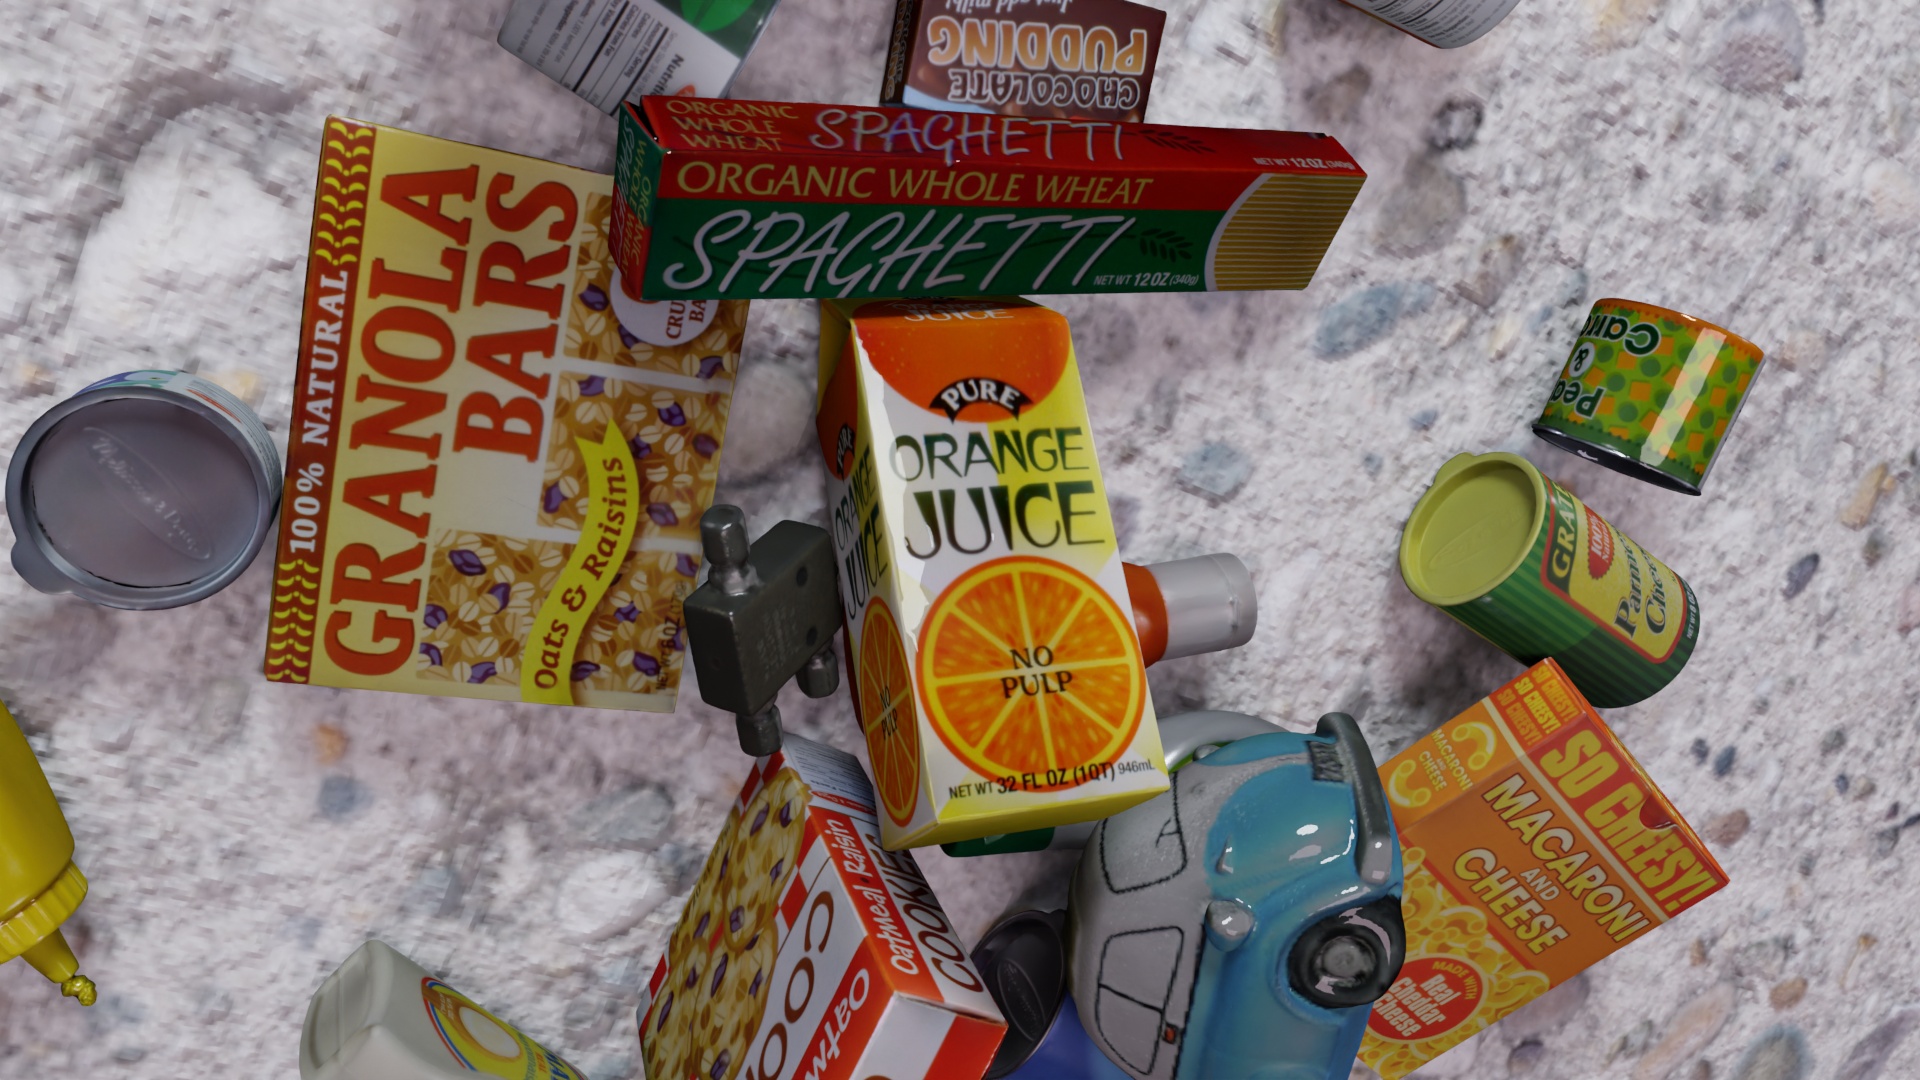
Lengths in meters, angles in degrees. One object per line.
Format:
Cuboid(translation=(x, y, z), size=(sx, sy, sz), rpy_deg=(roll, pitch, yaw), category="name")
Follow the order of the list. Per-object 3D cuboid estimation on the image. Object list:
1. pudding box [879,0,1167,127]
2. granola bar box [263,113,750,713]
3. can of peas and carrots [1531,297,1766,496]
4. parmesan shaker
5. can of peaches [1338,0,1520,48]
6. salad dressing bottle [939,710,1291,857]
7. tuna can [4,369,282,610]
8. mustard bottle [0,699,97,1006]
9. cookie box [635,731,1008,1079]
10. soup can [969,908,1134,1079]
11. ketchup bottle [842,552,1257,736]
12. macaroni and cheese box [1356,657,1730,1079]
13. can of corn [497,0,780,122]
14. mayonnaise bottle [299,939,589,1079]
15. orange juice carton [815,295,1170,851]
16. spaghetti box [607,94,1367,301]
Cuboid(translation=(0.020, -0.157, 0.452), size=(0.084, 0.030, 0.049), rpy_deg=(7, 104, -20), category="pudding box")
Cuboid(translation=(-0.138, -0.034, 0.429), size=(0.124, 0.039, 0.165), rpy_deg=(8, 103, -21), category="granola bar box")
Cuboid(translation=(0.267, -0.057, 0.544), size=(0.071, 0.071, 0.058), rpy_deg=(20, 98, -23), category="can of peas and carrots")
Cuboid(translation=(0.236, 0.015, 0.557), size=(0.103, 0.071, 0.071), rpy_deg=(29, 95, -24), category="parmesan shaker")
Cuboid(translation=(0.155, -0.208, 0.464), size=(0.058, 0.071, 0.071), rpy_deg=(15, 100, -22), category="can of peaches")
Cuboid(translation=(0.064, 0.099, 0.533), size=(0.148, 0.044, 0.064), rpy_deg=(0, 103, -18), category="salad dressing bottle")
Cuboid(translation=(-0.237, -0.014, 0.405), size=(0.071, 0.033, 0.071), rpy_deg=(-5, 107, -17), category="tuna can")
Cuboid(translation=(-0.302, 0.076, 0.401), size=(0.065, 0.049, 0.159), rpy_deg=(-27, 113, -9), category="mustard bottle")
Cuboid(translation=(-0.053, 0.152, 0.442), size=(0.040, 0.168, 0.122), rpy_deg=(23, 98, -24), category="cookie box")
Cuboid(translation=(0.049, 0.191, 0.542), size=(0.083, 0.071, 0.071), rpy_deg=(35, 93, -24), category="soup can")
Cuboid(translation=(0.034, 0.032, 0.504), size=(0.149, 0.043, 0.064), rpy_deg=(-8, 101, -17), category="ketchup bottle")
Cuboid(translation=(0.206, 0.140, 0.567), size=(0.166, 0.040, 0.123), rpy_deg=(-39, 116, 17), category="macaroni and cheese box")
Cuboid(translation=(-0.090, -0.155, 0.398), size=(0.058, 0.071, 0.071), rpy_deg=(30, 95, -23), category="can of corn")
Cuboid(translation=(-0.155, 0.198, 0.481), size=(0.041, 0.065, 0.148), rpy_deg=(-47, 118, -5), category="mayonnaise bottle")
Cuboid(translation=(0.002, -0.006, 0.440), size=(0.072, 0.072, 0.193), rpy_deg=(-5, 72, -17), category="orange juice carton")
Cuboid(translation=(0.018, -0.103, 0.432), size=(0.251, 0.029, 0.049), rpy_deg=(-7, 138, -29), category="spaghetti box")
